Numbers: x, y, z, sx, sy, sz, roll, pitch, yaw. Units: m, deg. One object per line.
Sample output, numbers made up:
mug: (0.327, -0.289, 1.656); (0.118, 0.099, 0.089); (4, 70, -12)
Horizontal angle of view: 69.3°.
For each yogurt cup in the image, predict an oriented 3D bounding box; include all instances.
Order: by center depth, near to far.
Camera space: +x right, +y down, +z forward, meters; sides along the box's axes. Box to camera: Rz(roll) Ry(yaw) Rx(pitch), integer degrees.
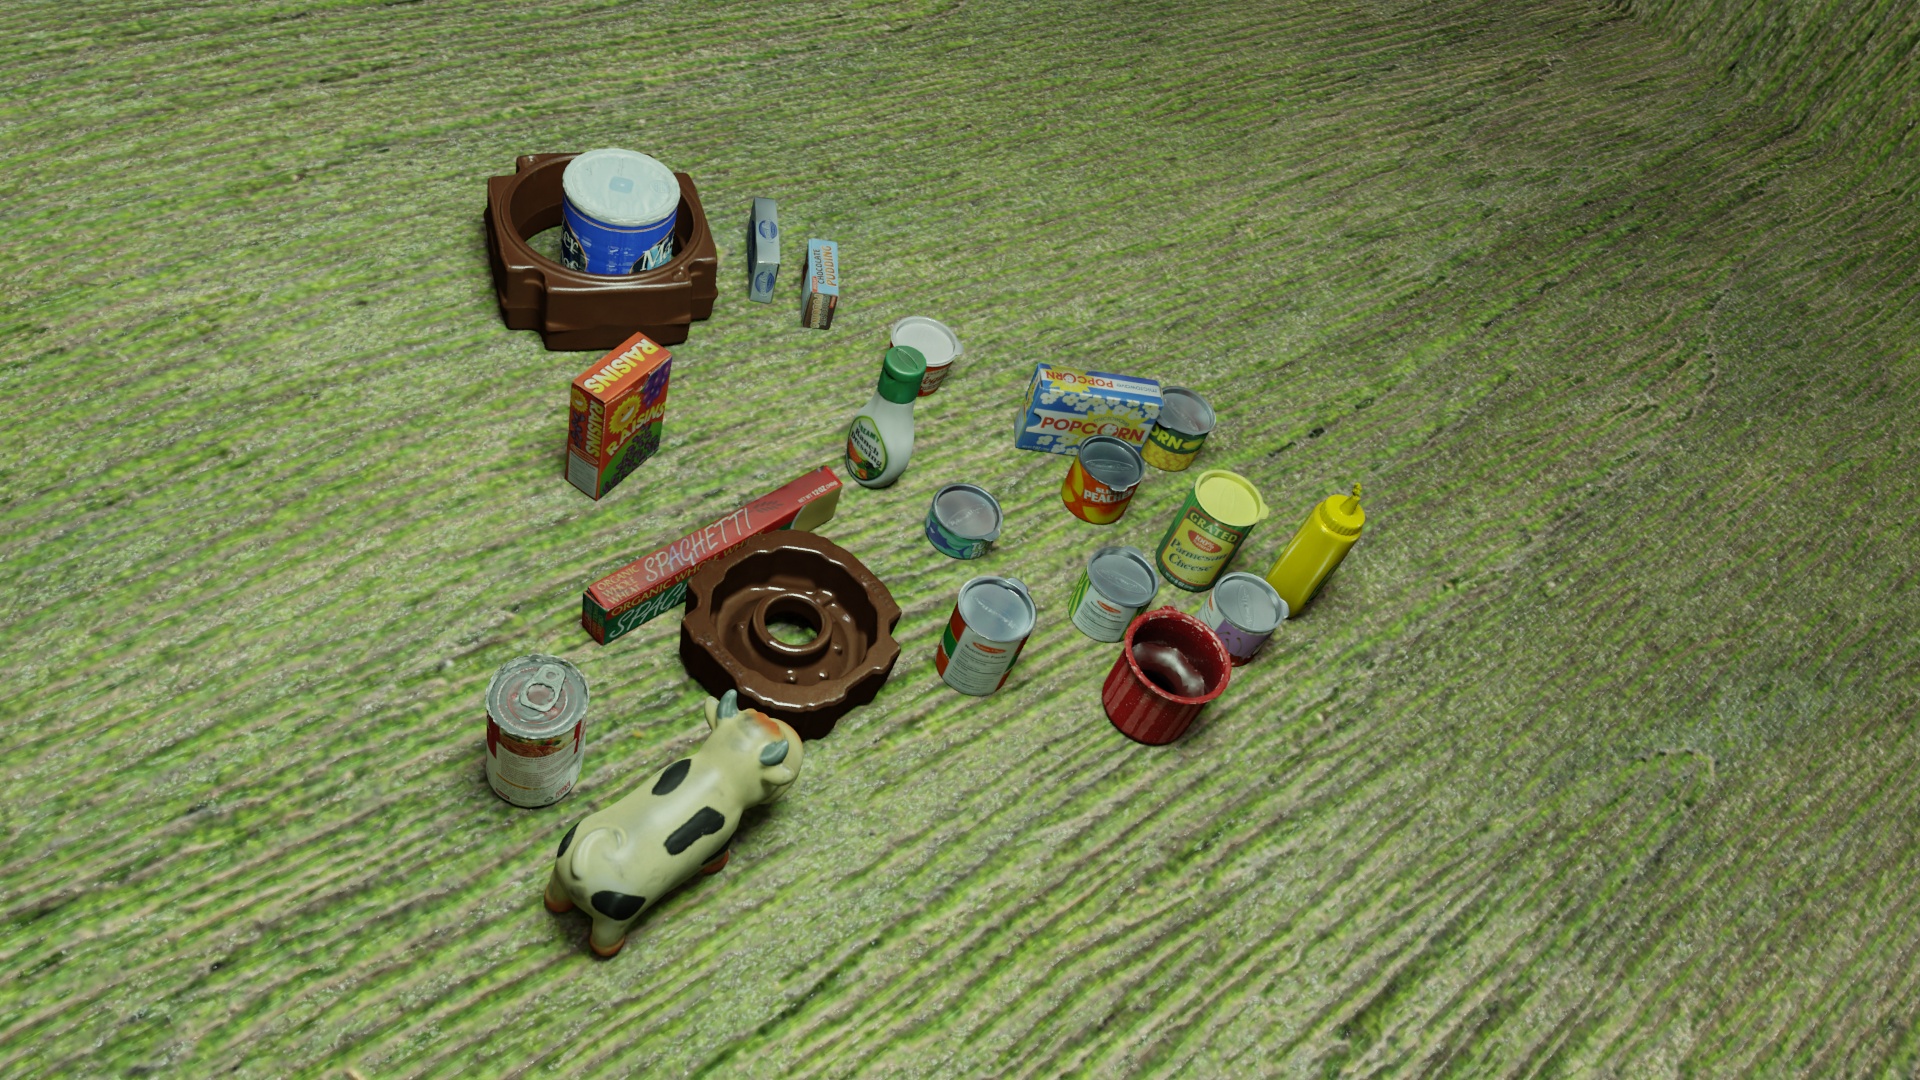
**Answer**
yogurt cup: (-0.040, -0.179, 1.366); (0.072, 0.053, 0.073); (10, 49, -11)

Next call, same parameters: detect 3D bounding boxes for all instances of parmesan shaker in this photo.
parmesan shaker: (0.230, -0.006, 1.280); (0.071, 0.102, 0.072); (10, 49, -11)

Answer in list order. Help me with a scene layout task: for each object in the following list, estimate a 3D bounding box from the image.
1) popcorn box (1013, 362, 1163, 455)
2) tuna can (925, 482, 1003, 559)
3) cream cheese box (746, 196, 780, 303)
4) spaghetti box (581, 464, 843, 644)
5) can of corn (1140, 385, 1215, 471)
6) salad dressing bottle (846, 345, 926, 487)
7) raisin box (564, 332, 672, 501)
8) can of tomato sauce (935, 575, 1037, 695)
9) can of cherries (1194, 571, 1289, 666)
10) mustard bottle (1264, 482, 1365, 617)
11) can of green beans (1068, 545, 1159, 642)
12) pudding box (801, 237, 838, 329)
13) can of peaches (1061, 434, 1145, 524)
popcorn box: (0.124, -0.123, 1.354); (0.127, 0.084, 0.038); (7, 50, -14)
tuna can: (0.004, -0.016, 1.258); (0.071, 0.032, 0.071); (10, 49, -11)
cream cheese box: (-0.200, -0.295, 1.409); (0.024, 0.053, 0.104); (4, 50, -16)
spaghetti box: (-0.202, 0.009, 1.155); (0.251, 0.049, 0.029); (-31, 67, -36)
can of corn: (0.212, -0.111, 1.391); (0.071, 0.058, 0.071); (10, 49, -11)
salad dressing bottle: (-0.064, -0.110, 1.236); (0.044, 0.146, 0.064); (-26, 64, -34)
raisin box: (-0.289, -0.104, 1.170); (0.040, 0.122, 0.086); (33, 49, 10)
can of tomato sauce: (0.020, 0.078, 1.150); (0.071, 0.082, 0.071); (10, 49, -11)
can of cherries: (0.251, 0.073, 1.251); (0.071, 0.058, 0.072); (10, 49, -11)
mustard bottle: (0.328, 0.005, 1.266); (0.049, 0.159, 0.065); (38, 50, 14)
can of green beans: (0.135, 0.048, 1.232); (0.071, 0.057, 0.071); (10, 49, -11)
pudding box: (-0.142, -0.259, 1.401); (0.030, 0.049, 0.084); (6, 50, -14)
can of peaches: (0.135, -0.056, 1.319); (0.071, 0.057, 0.071); (10, 49, -11)
